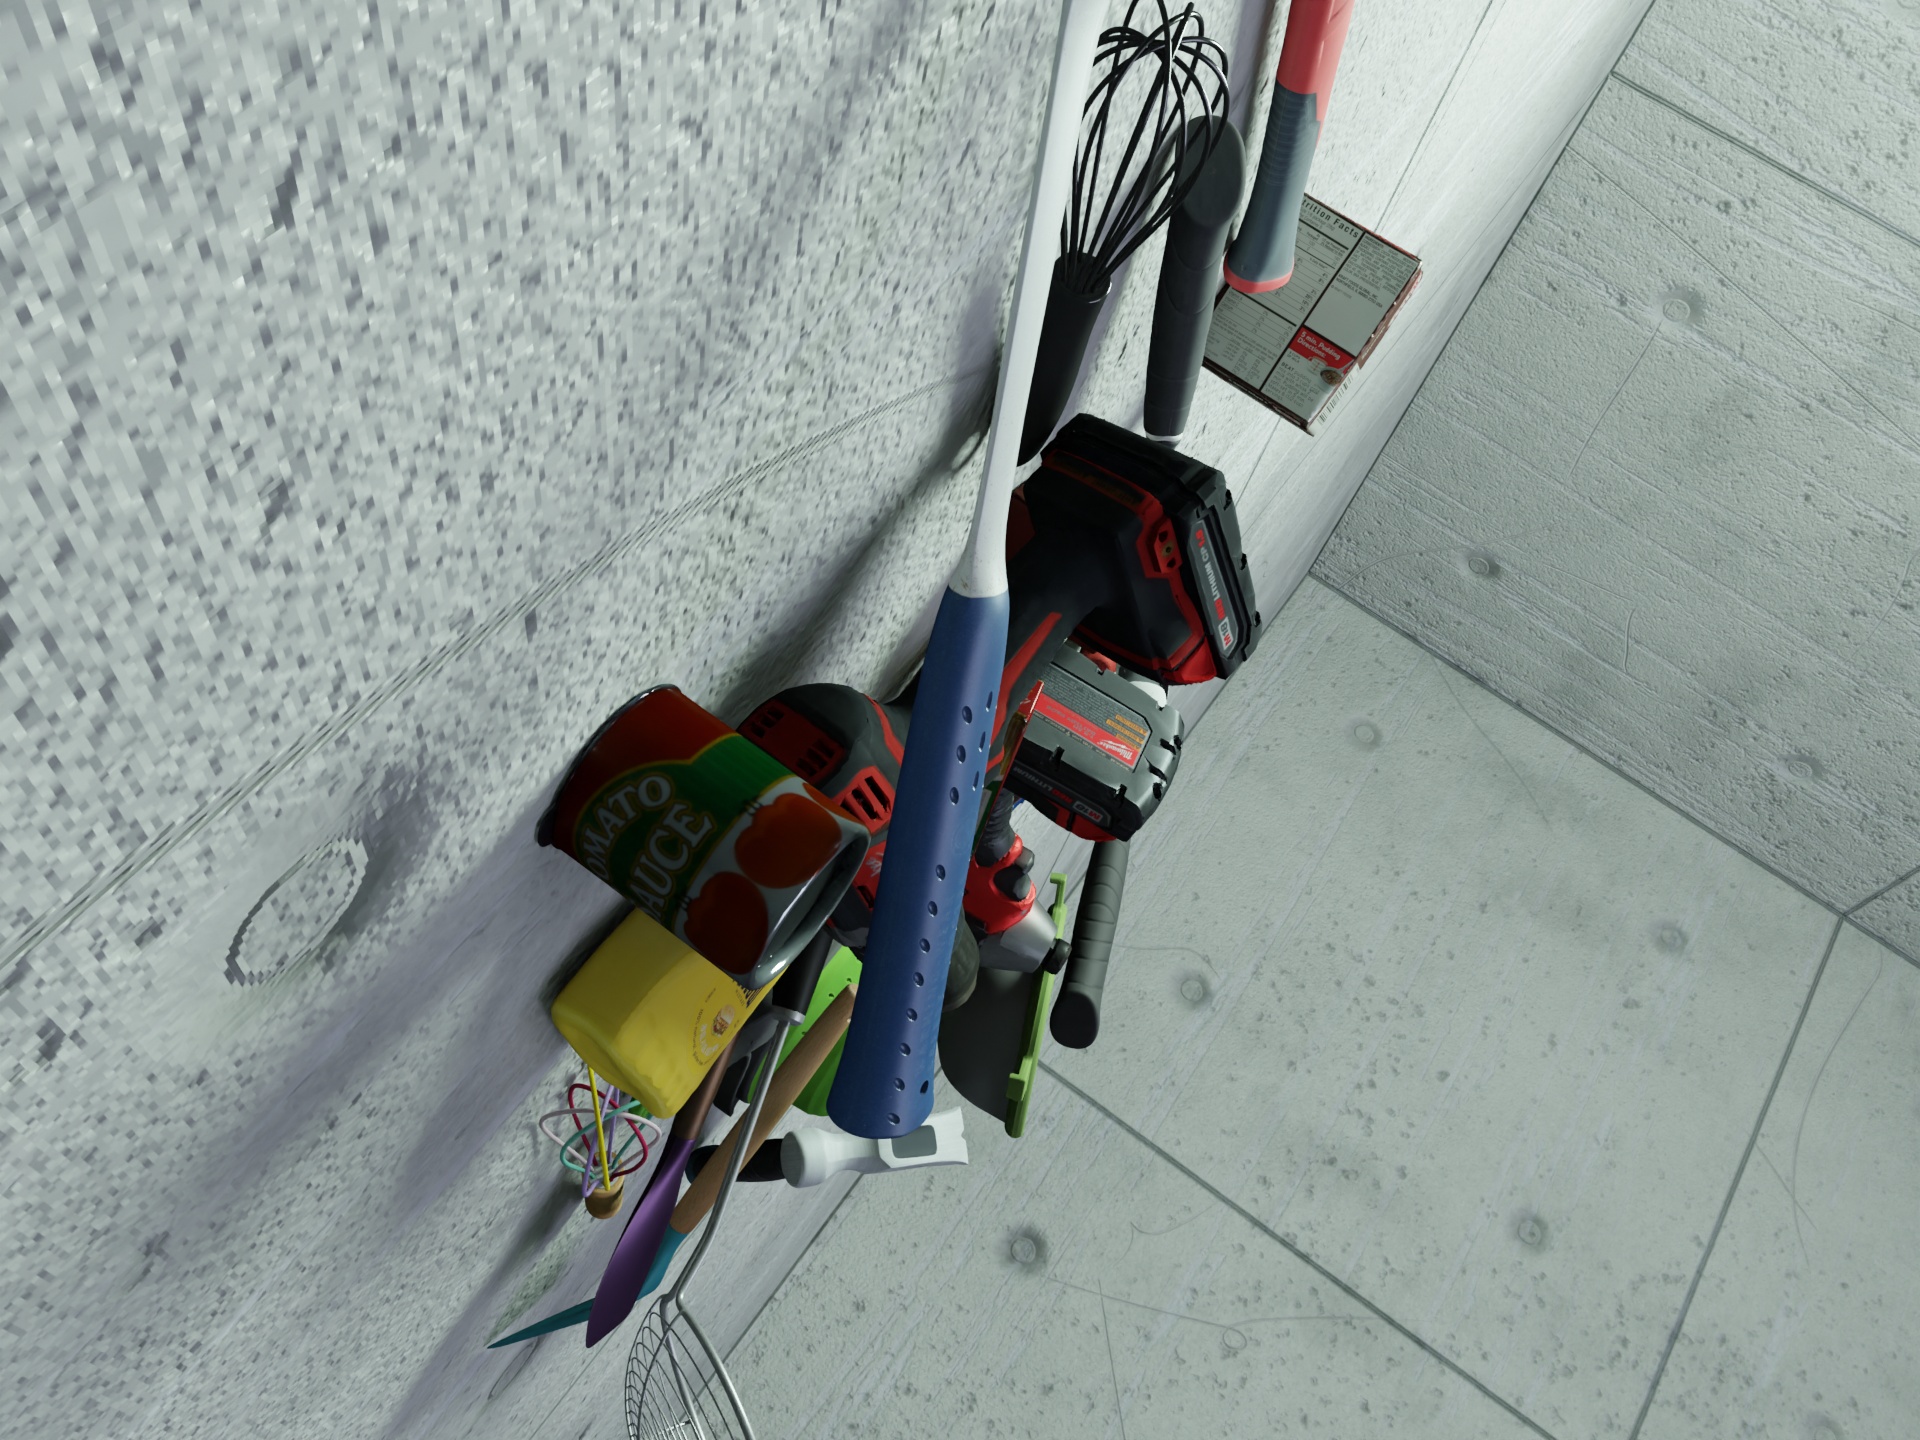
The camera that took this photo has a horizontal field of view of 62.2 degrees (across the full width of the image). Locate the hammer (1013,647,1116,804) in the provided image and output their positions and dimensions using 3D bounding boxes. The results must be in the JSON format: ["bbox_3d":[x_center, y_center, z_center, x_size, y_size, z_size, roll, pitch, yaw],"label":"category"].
[{"bbox_3d":[0.073,-0.011,1.108,0.149,0.036,0.359,-44,-179,26],"label":"hammer"}]

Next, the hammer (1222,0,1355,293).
[{"bbox_3d":[0.159,-0.301,0.680,0.143,0.038,0.386,-56,170,-7],"label":"hammer"}]

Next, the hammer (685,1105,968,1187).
[{"bbox_3d":[-0.103,0.271,0.988,0.128,0.033,0.331,0,164,-28],"label":"hammer"}]

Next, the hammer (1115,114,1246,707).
[{"bbox_3d":[0.105,-0.144,0.827,0.408,0.036,0.149,88,2,-63],"label":"hammer"}]

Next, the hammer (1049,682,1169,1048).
[{"bbox_3d":[0.107,0.065,1.081,0.146,0.035,0.335,89,14,-56],"label":"hammer"}]

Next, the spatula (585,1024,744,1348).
[{"bbox_3d":[-0.134,0.189,0.812,0.316,0.018,0.060,-68,163,14],"label":"spatula"}]

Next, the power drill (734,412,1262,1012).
[{"bbox_3d":[0.021,0.007,0.652,0.227,0.080,0.187,-45,141,-16],"label":"power drill"}]

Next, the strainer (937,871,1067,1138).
[{"bbox_3d":[0.019,0.212,1.059,0.256,0.069,0.152,96,7,-58],"label":"strainer"}]

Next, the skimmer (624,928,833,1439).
[{"bbox_3d":[-0.080,0.215,0.792,0.127,0.090,0.363,-19,-130,64],"label":"skimmer"}]

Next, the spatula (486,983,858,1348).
[{"bbox_3d":[-0.150,0.254,0.882,0.317,0.044,0.082,-53,156,19],"label":"spatula"}]

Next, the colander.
[{"bbox_3d":[-0.088,0.204,0.993,0.204,0.094,0.397,-57,170,9],"label":"colander"}]

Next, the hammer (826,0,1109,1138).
[{"bbox_3d":[0.004,-0.049,0.463,0.144,0.035,0.405,-34,139,-59],"label":"hammer"}]

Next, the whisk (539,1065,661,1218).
[{"bbox_3d":[-0.177,0.216,0.789,0.051,0.047,0.244,-37,167,-25],"label":"whisk"}]

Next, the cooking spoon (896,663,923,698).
[{"bbox_3d":[-0.032,0.003,0.791,0.319,0.017,0.068,-53,146,-27],"label":"cooking spoon"}]

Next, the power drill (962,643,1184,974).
[{"bbox_3d":[0.028,0.061,0.880,0.079,0.143,0.219,-60,-179,-42],"label":"power drill"}]

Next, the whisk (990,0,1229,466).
[{"bbox_3d":[0.042,-0.162,0.576,0.055,0.055,0.238,-50,174,-26],"label":"whisk"}]

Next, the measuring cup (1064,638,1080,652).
[{"bbox_3d":[0.042,-0.053,0.939,0.083,0.038,0.167,-56,168,3],"label":"measuring cup"}]
